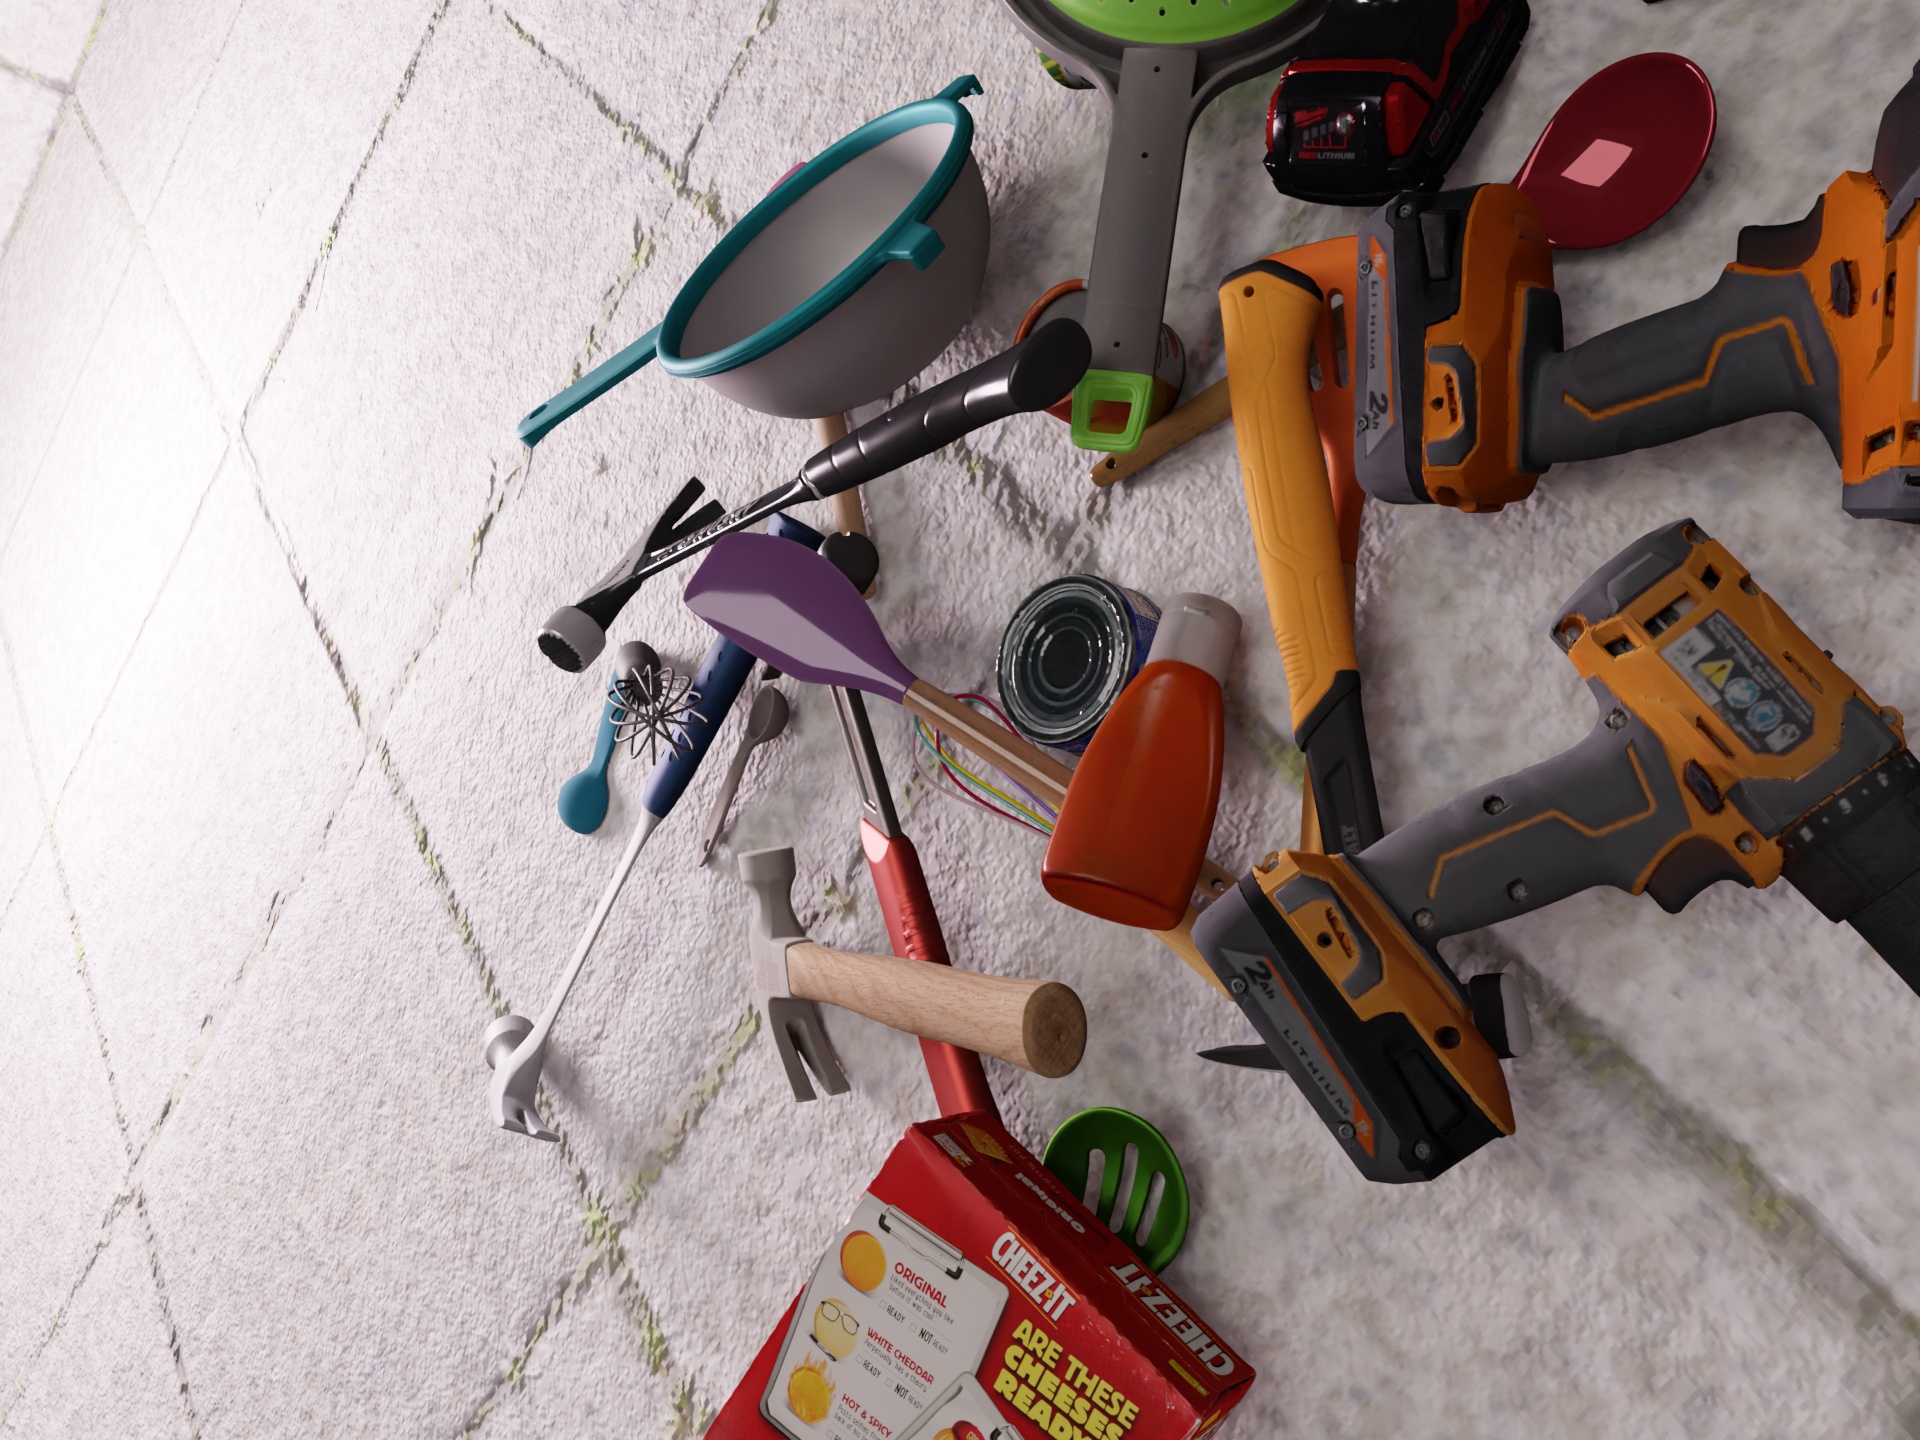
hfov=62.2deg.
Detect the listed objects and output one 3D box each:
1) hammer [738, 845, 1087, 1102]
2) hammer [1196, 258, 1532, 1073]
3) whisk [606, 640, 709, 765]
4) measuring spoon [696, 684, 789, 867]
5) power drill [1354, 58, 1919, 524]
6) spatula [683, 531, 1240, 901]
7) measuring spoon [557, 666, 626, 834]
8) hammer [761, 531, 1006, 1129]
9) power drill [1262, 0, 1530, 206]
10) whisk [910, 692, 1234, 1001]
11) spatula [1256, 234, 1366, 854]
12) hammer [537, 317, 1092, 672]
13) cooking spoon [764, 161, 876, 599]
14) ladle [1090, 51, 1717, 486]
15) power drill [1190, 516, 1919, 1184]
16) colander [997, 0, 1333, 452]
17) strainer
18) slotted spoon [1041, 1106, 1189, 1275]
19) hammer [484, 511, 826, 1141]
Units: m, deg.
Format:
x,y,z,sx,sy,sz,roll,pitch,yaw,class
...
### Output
x,y,z,sx,sy,sz,roll,pitch,yaw,class
-0.034,0.127,0.734,0.331,0.031,0.130,-7,90,64,hammer
0.139,-0.026,0.652,0.127,0.034,0.337,-13,78,29,hammer
-0.181,-0.020,0.926,0.055,0.055,0.239,-69,18,6,whisk
-0.128,0.036,0.941,0.124,0.018,0.034,-64,28,19,measuring spoon
0.259,-0.151,0.561,0.227,0.084,0.164,6,100,42,power drill
-0.001,-0.002,0.744,0.316,0.018,0.060,33,87,19,spatula
-0.240,0.011,1.042,0.042,0.021,0.128,17,92,44,measuring spoon
-0.031,0.092,0.799,0.149,0.036,0.359,125,131,-58,hammer
0.136,-0.312,0.625,0.079,0.219,0.143,21,77,44,power drill
0.052,0.052,0.754,0.245,0.051,0.047,40,126,37,whisk
0.155,-0.044,0.676,0.081,0.041,0.323,0,81,34,spatula
-0.082,-0.123,0.835,0.409,0.036,0.149,-16,33,48,hammer
-0.084,-0.211,0.957,0.069,0.017,0.319,-30,60,33,cooking spoon
0.178,-0.179,0.700,0.315,0.031,0.069,-28,68,37,ladle
0.217,0.067,0.537,0.226,0.084,0.185,-40,68,10,power drill
0.088,-0.321,0.707,0.204,0.094,0.397,7,82,11,colander
-0.109,-0.211,0.901,0.340,0.095,0.211,-24,37,29,strainer
0.038,0.320,0.701,0.070,0.031,0.314,16,93,25,slotted spoon
-0.186,0.064,0.949,0.405,0.035,0.144,-62,24,8,hammer
